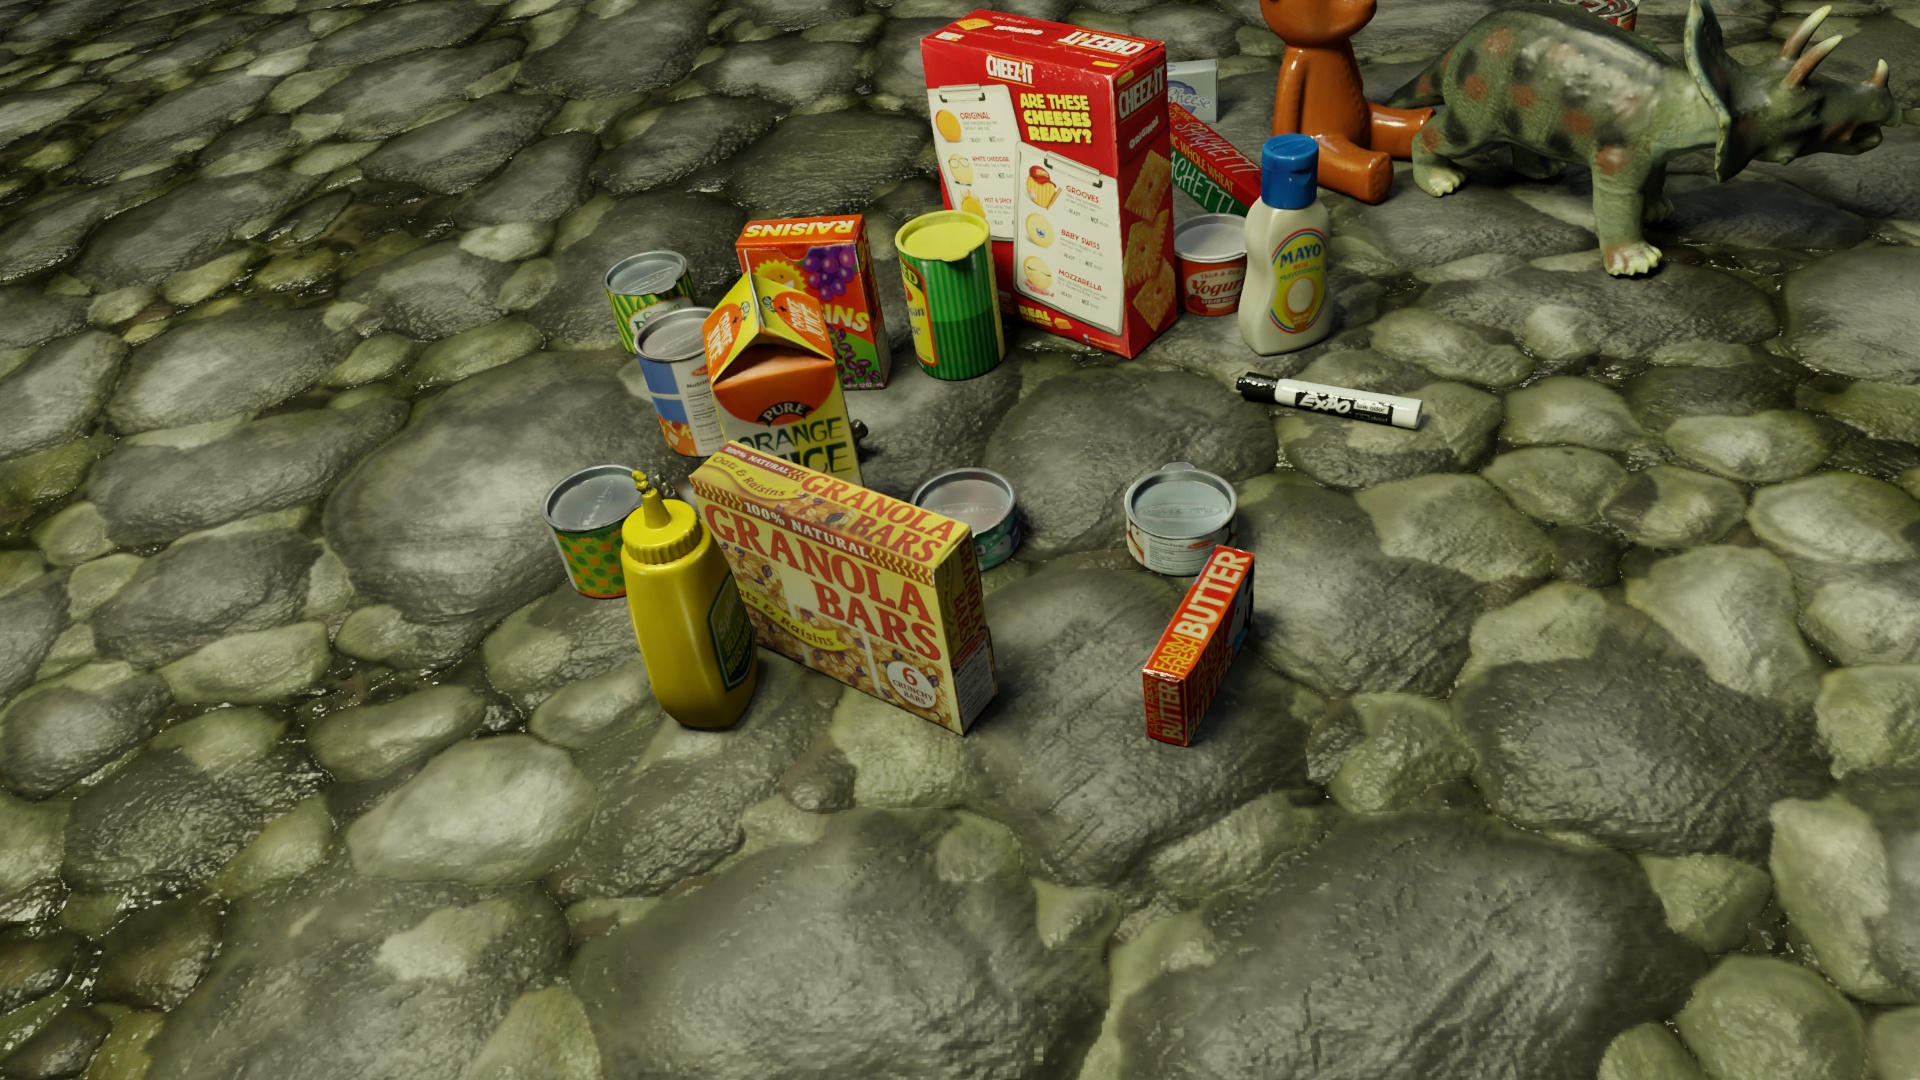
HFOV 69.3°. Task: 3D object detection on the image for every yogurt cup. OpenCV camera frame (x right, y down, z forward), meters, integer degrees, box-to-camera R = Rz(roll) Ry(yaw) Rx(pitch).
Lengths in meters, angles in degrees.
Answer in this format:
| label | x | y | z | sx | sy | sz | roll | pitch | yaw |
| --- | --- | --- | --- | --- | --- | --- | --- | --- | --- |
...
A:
| label | x | y | z | sx | sy | sz | roll | pitch | yaw |
| --- | --- | --- | --- | --- | --- | --- | --- | --- | --- |
| yogurt cup | 0.187 | -0.202 | 1.026 | 0.072 | 0.053 | 0.073 | -5 | 40 | 5 |

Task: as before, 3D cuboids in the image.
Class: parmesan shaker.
| label | x | y | z | sx | sy | sz | roll | pitch | yaw |
| --- | --- | --- | --- | --- | --- | --- | --- | --- | --- |
| parmesan shaker | -0.005 | -0.172 | 0.988 | 0.071 | 0.102 | 0.072 | -5 | 40 | 5 |

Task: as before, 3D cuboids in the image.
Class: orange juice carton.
| label | x | y | z | sx | sy | sz | roll | pitch | yaw |
| --- | --- | --- | --- | --- | --- | --- | --- | --- | --- |
| orange juice carton | -0.103 | -0.073 | 0.822 | 0.073 | 0.191 | 0.072 | -13 | 40 | -4 |

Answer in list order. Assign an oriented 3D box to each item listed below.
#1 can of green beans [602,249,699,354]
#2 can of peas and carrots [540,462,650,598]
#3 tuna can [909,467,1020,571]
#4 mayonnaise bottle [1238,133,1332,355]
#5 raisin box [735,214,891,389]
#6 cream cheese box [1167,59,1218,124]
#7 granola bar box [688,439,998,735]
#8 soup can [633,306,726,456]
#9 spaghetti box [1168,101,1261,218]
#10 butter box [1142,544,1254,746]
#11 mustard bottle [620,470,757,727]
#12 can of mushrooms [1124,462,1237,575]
| label | x | y | z | sx | sy | sz | roll | pitch | yaw |
| --- | --- | --- | --- | --- | --- | --- | --- | --- | --- |
| can of green beans | -0.239 | -0.185 | 1.083 | 0.071 | 0.057 | 0.071 | -5 | 40 | 5 |
| can of peas and carrots | -0.218 | -0.006 | 0.869 | 0.071 | 0.058 | 0.071 | -5 | 40 | 5 |
| tuna can | 0.003 | -0.011 | 0.852 | 0.071 | 0.032 | 0.071 | -5 | 40 | 5 |
| mayonnaise bottle | 0.222 | -0.200 | 0.943 | 0.065 | 0.147 | 0.041 | -17 | 41 | -9 |
| raisin box | -0.102 | -0.166 | 0.984 | 0.086 | 0.122 | 0.040 | 0 | 41 | 11 |
| cream cheese box | 0.182 | -0.404 | 1.263 | 0.104 | 0.053 | 0.024 | -2 | 41 | 8 |
| granola bar box | -0.062 | 0.024 | 0.754 | 0.166 | 0.123 | 0.039 | 20 | 48 | 30 |
| soup can | -0.185 | -0.111 | 0.966 | 0.071 | 0.083 | 0.072 | -5 | 40 | 5 |
| spaghetti box | 0.216 | -0.287 | 1.122 | 0.029 | 0.050 | 0.251 | -19 | 41 | -11 |
| butter box | 0.128 | 0.055 | 0.736 | 0.024 | 0.052 | 0.104 | 15 | 46 | 26 |
| mustard bottle | -0.147 | 0.029 | 0.737 | 0.049 | 0.159 | 0.066 | 1 | 41 | 12 |
| can of mushrooms | 0.132 | -0.013 | 0.830 | 0.071 | 0.033 | 0.071 | -5 | 40 | 5 |
